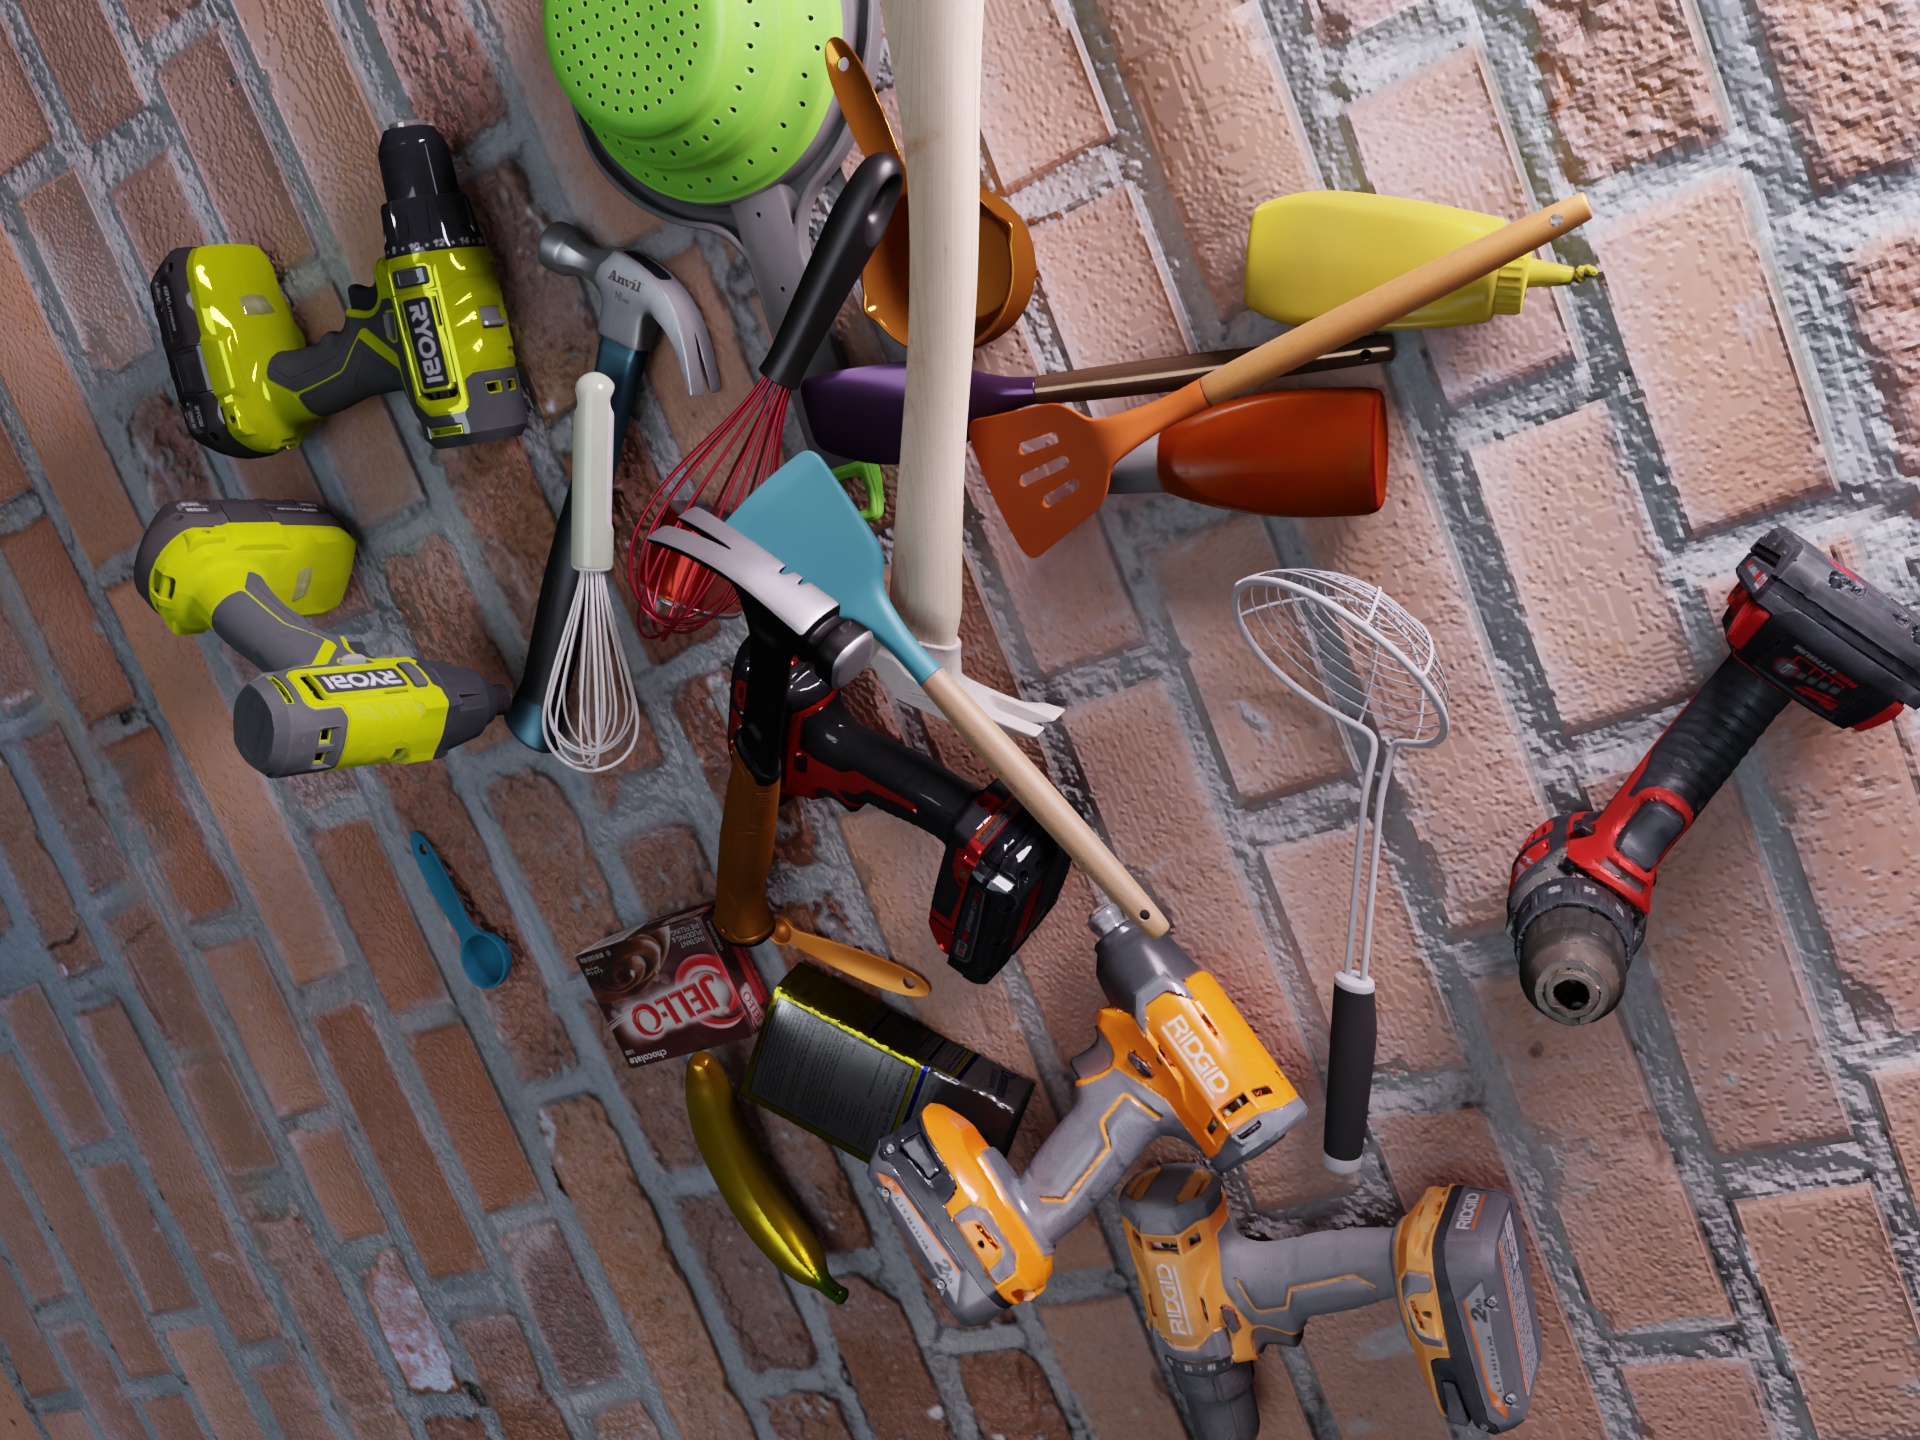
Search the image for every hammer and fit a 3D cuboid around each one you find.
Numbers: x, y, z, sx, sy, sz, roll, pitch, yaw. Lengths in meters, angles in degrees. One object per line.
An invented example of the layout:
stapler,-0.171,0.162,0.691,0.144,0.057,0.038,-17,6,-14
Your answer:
hammer,-0.124,0.029,0.907,0.127,0.034,0.336,36,144,17
hammer,-0.004,-0.174,0.802,0.146,0.038,0.410,23,132,25
hammer,-0.237,-0.129,0.997,0.128,0.033,0.331,27,115,15

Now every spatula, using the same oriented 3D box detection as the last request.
spatula,-0.001,-0.003,0.847,0.082,0.044,0.317,-43,85,6
spatula,0.066,-0.175,0.839,0.316,0.018,0.059,-4,123,18
spatula,0.143,-0.171,0.770,0.322,0.041,0.081,-23,97,27

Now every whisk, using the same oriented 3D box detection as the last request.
whisk,-0.222,-0.086,0.963,0.059,0.058,0.246,2,106,-11
whisk,-0.106,-0.167,0.854,0.073,0.073,0.295,35,111,10

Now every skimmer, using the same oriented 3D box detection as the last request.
skimmer,0.193,0.093,0.845,0.127,0.090,0.363,25,122,50

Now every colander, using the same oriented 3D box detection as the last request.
colander,-0.128,-0.291,0.861,0.204,0.094,0.397,-13,101,27

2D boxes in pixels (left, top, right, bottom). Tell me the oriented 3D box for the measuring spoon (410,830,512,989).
measuring spoon,-0.359,0.134,1.148,0.042,0.021,0.129,-36,81,28

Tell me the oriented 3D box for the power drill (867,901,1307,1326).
power drill,0.062,0.223,0.919,0.226,0.084,0.164,-37,73,7

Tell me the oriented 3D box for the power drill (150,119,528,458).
power drill,-0.389,-0.260,0.999,0.228,0.080,0.190,-4,105,22

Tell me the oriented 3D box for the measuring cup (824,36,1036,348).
measuring cup,-0.021,-0.279,0.844,0.095,0.052,0.173,-23,94,28

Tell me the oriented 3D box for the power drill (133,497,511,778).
power drill,-0.408,-0.052,1.017,0.223,0.171,0.080,41,119,28

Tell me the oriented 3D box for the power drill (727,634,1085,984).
power drill,-0.045,0.048,0.932,0.220,0.078,0.143,34,144,16

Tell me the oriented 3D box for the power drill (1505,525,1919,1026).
power drill,0.328,0.032,0.714,0.080,0.188,0.226,38,113,10

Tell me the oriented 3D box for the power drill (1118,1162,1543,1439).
power drill,0.214,0.354,0.927,0.226,0.084,0.185,-7,103,30

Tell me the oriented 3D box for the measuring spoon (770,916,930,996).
measuring spoon,-0.072,0.152,1.028,0.117,0.011,0.021,20,114,13
